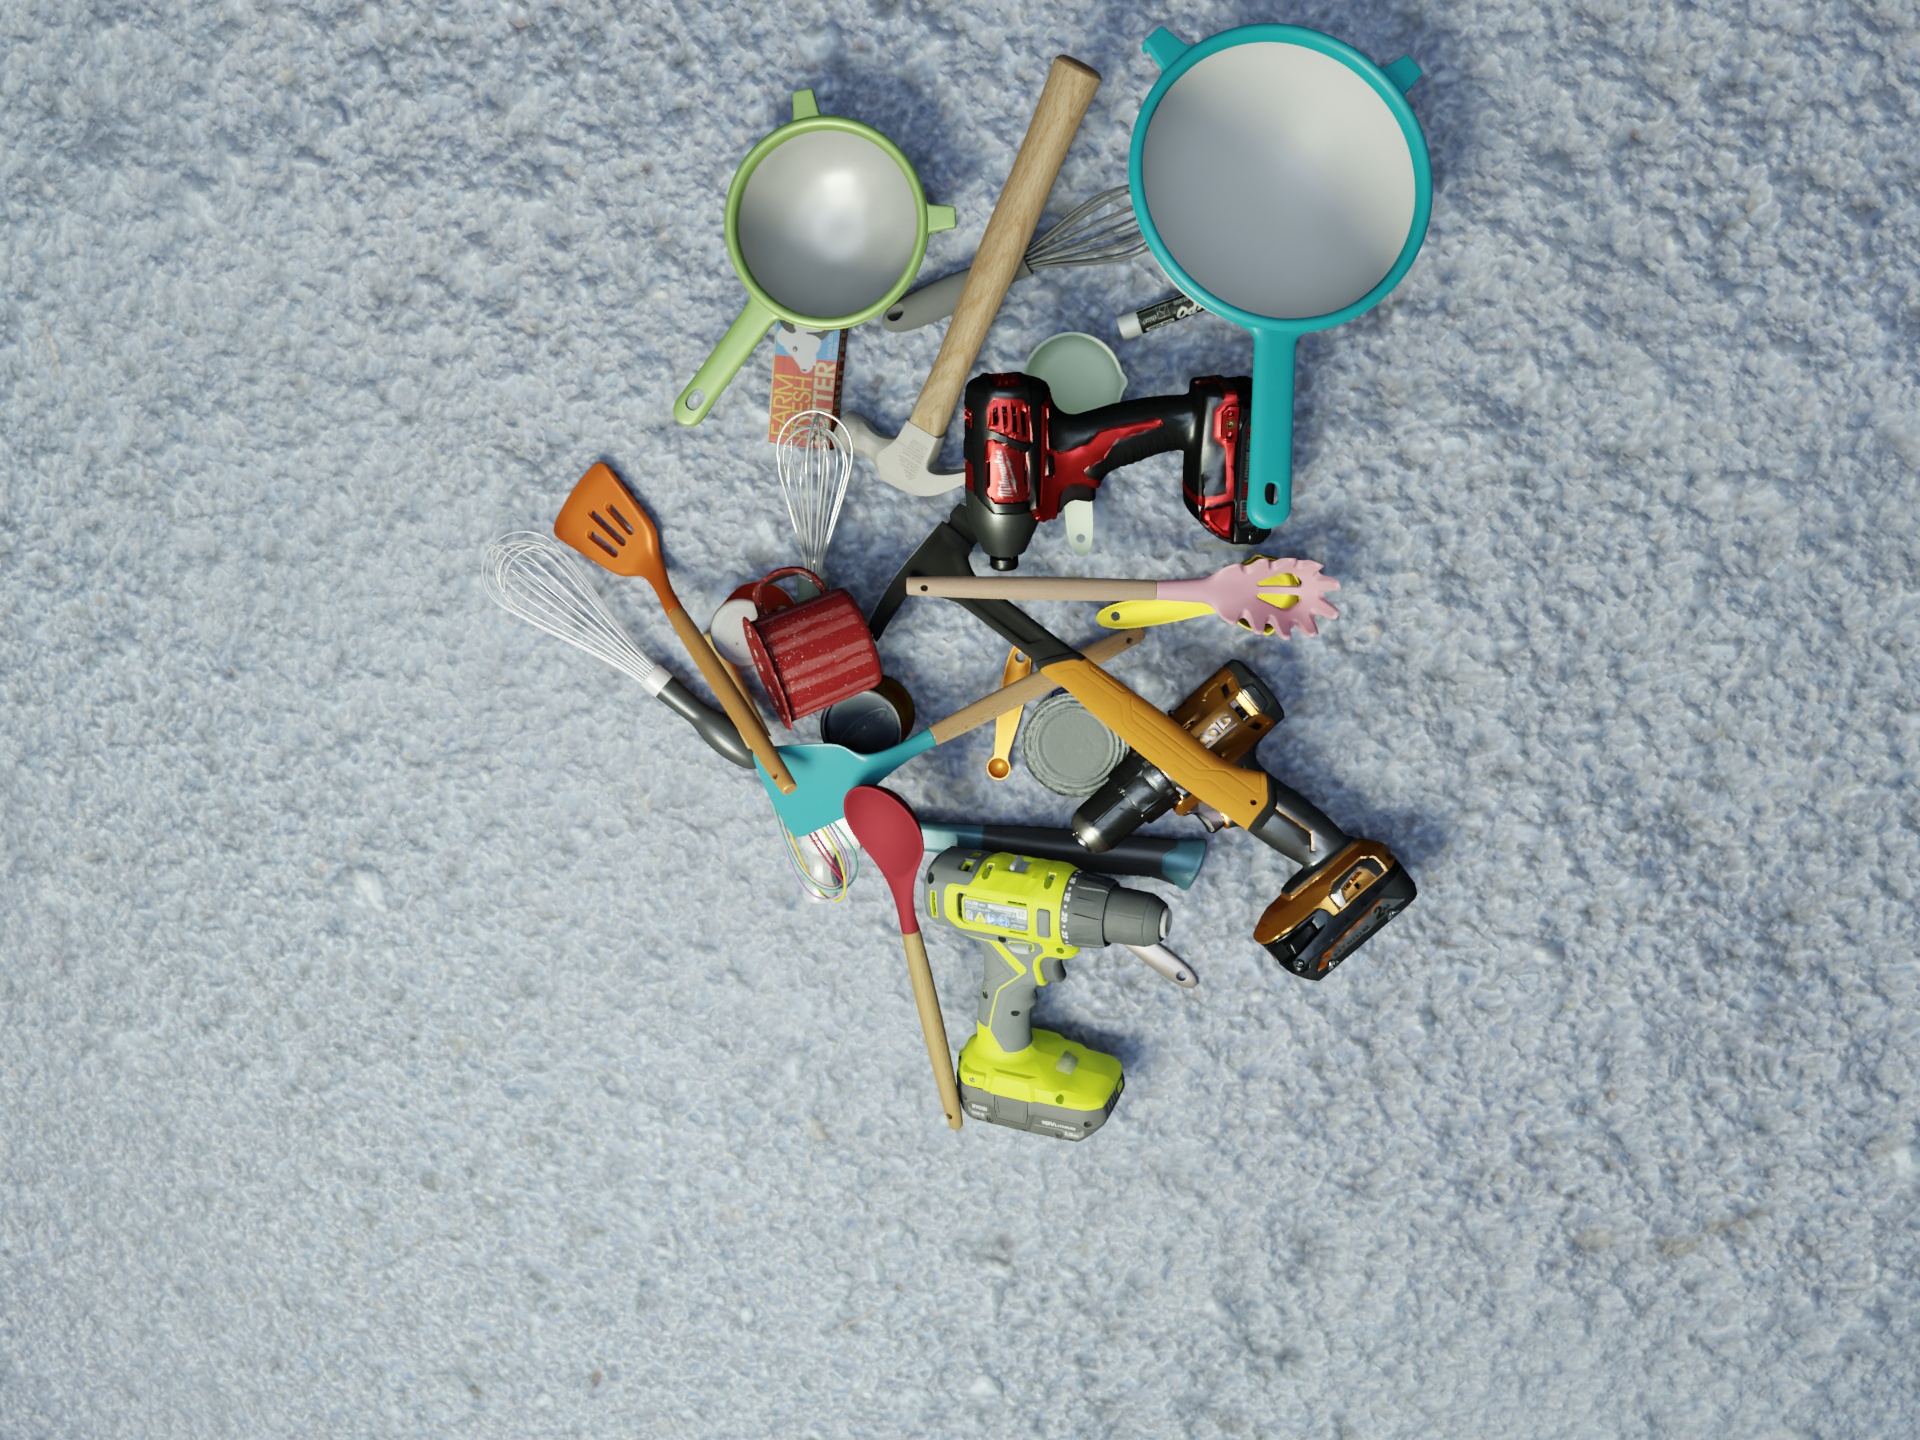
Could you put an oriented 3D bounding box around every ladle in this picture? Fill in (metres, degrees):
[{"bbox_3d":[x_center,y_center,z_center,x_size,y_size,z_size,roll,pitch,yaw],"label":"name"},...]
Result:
[{"bbox_3d":[-0.033,0.188,1.248,0.069,0.031,0.315,3,115,36],"label":"ladle"}]

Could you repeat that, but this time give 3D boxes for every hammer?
[{"bbox_3d":[0.020,-0.310,1.149,0.130,0.031,0.331,32,120,10],"label":"hammer"},{"bbox_3d":[0.033,0.101,1.295,0.331,0.033,0.128,5,106,9],"label":"hammer"},{"bbox_3d":[0.089,-0.023,1.188,0.337,0.034,0.127,38,84,15],"label":"hammer"}]

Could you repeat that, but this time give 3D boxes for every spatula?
[{"bbox_3d":[-0.002,-0.004,1.235,0.317,0.044,0.082,-26,110,-6],"label":"spatula"},{"bbox_3d":[-0.219,-0.067,1.249,0.081,0.041,0.323,-48,63,25],"label":"spatula"}]

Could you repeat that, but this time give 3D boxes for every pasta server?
[{"bbox_3d":[0.118,-0.095,1.174,0.316,0.040,0.060,1,106,1],"label":"pasta server"}]

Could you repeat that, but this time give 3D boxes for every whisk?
[{"bbox_3d":[-0.150,0.035,1.284,0.051,0.047,0.245,-27,81,-11],"label":"whisk"},{"bbox_3d":[-0.114,-0.123,1.245,0.059,0.058,0.246,3,117,0],"label":"whisk"},{"bbox_3d":[-0.274,-0.053,1.303,0.284,0.070,0.070,39,107,-5],"label":"whisk"},{"bbox_3d":[0.049,-0.337,1.177,0.239,0.055,0.055,-19,100,19],"label":"whisk"}]

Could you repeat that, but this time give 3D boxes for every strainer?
[{"bbox_3d":[-0.127,-0.324,1.190,0.151,0.069,0.256,39,101,-1],"label":"strainer"},{"bbox_3d":[0.207,-0.296,1.098,0.211,0.095,0.340,3,87,-8],"label":"strainer"}]

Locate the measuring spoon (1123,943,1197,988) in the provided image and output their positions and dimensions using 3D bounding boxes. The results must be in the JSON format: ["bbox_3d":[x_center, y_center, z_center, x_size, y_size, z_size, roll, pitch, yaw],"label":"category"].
[{"bbox_3d":[0.143,0.183,1.302,0.124,0.018,0.034,36,107,-1],"label":"measuring spoon"}]

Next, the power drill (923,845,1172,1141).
[{"bbox_3d":[0.072,0.214,1.259,0.190,0.080,0.228,7,116,22],"label":"power drill"}]

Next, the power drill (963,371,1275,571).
[{"bbox_3d":[0.111,-0.180,1.151,0.219,0.079,0.143,-2,114,-5],"label":"power drill"}]

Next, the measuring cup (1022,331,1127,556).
[{"bbox_3d":[0.089,-0.209,1.205,0.083,0.038,0.167,-1,106,11],"label":"measuring cup"}]

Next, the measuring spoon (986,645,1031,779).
[{"bbox_3d":[0.040,-0.009,1.279,0.021,0.011,0.117,12,102,8],"label":"measuring spoon"}]

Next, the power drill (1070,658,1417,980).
[{"bbox_3d":[0.212,0.093,1.217,0.185,0.084,0.226,-40,92,0],"label":"power drill"}]

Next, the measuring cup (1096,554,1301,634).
[{"bbox_3d":[0.183,-0.091,1.222,0.156,0.029,0.062,-7,102,15],"label":"measuring cup"}]
